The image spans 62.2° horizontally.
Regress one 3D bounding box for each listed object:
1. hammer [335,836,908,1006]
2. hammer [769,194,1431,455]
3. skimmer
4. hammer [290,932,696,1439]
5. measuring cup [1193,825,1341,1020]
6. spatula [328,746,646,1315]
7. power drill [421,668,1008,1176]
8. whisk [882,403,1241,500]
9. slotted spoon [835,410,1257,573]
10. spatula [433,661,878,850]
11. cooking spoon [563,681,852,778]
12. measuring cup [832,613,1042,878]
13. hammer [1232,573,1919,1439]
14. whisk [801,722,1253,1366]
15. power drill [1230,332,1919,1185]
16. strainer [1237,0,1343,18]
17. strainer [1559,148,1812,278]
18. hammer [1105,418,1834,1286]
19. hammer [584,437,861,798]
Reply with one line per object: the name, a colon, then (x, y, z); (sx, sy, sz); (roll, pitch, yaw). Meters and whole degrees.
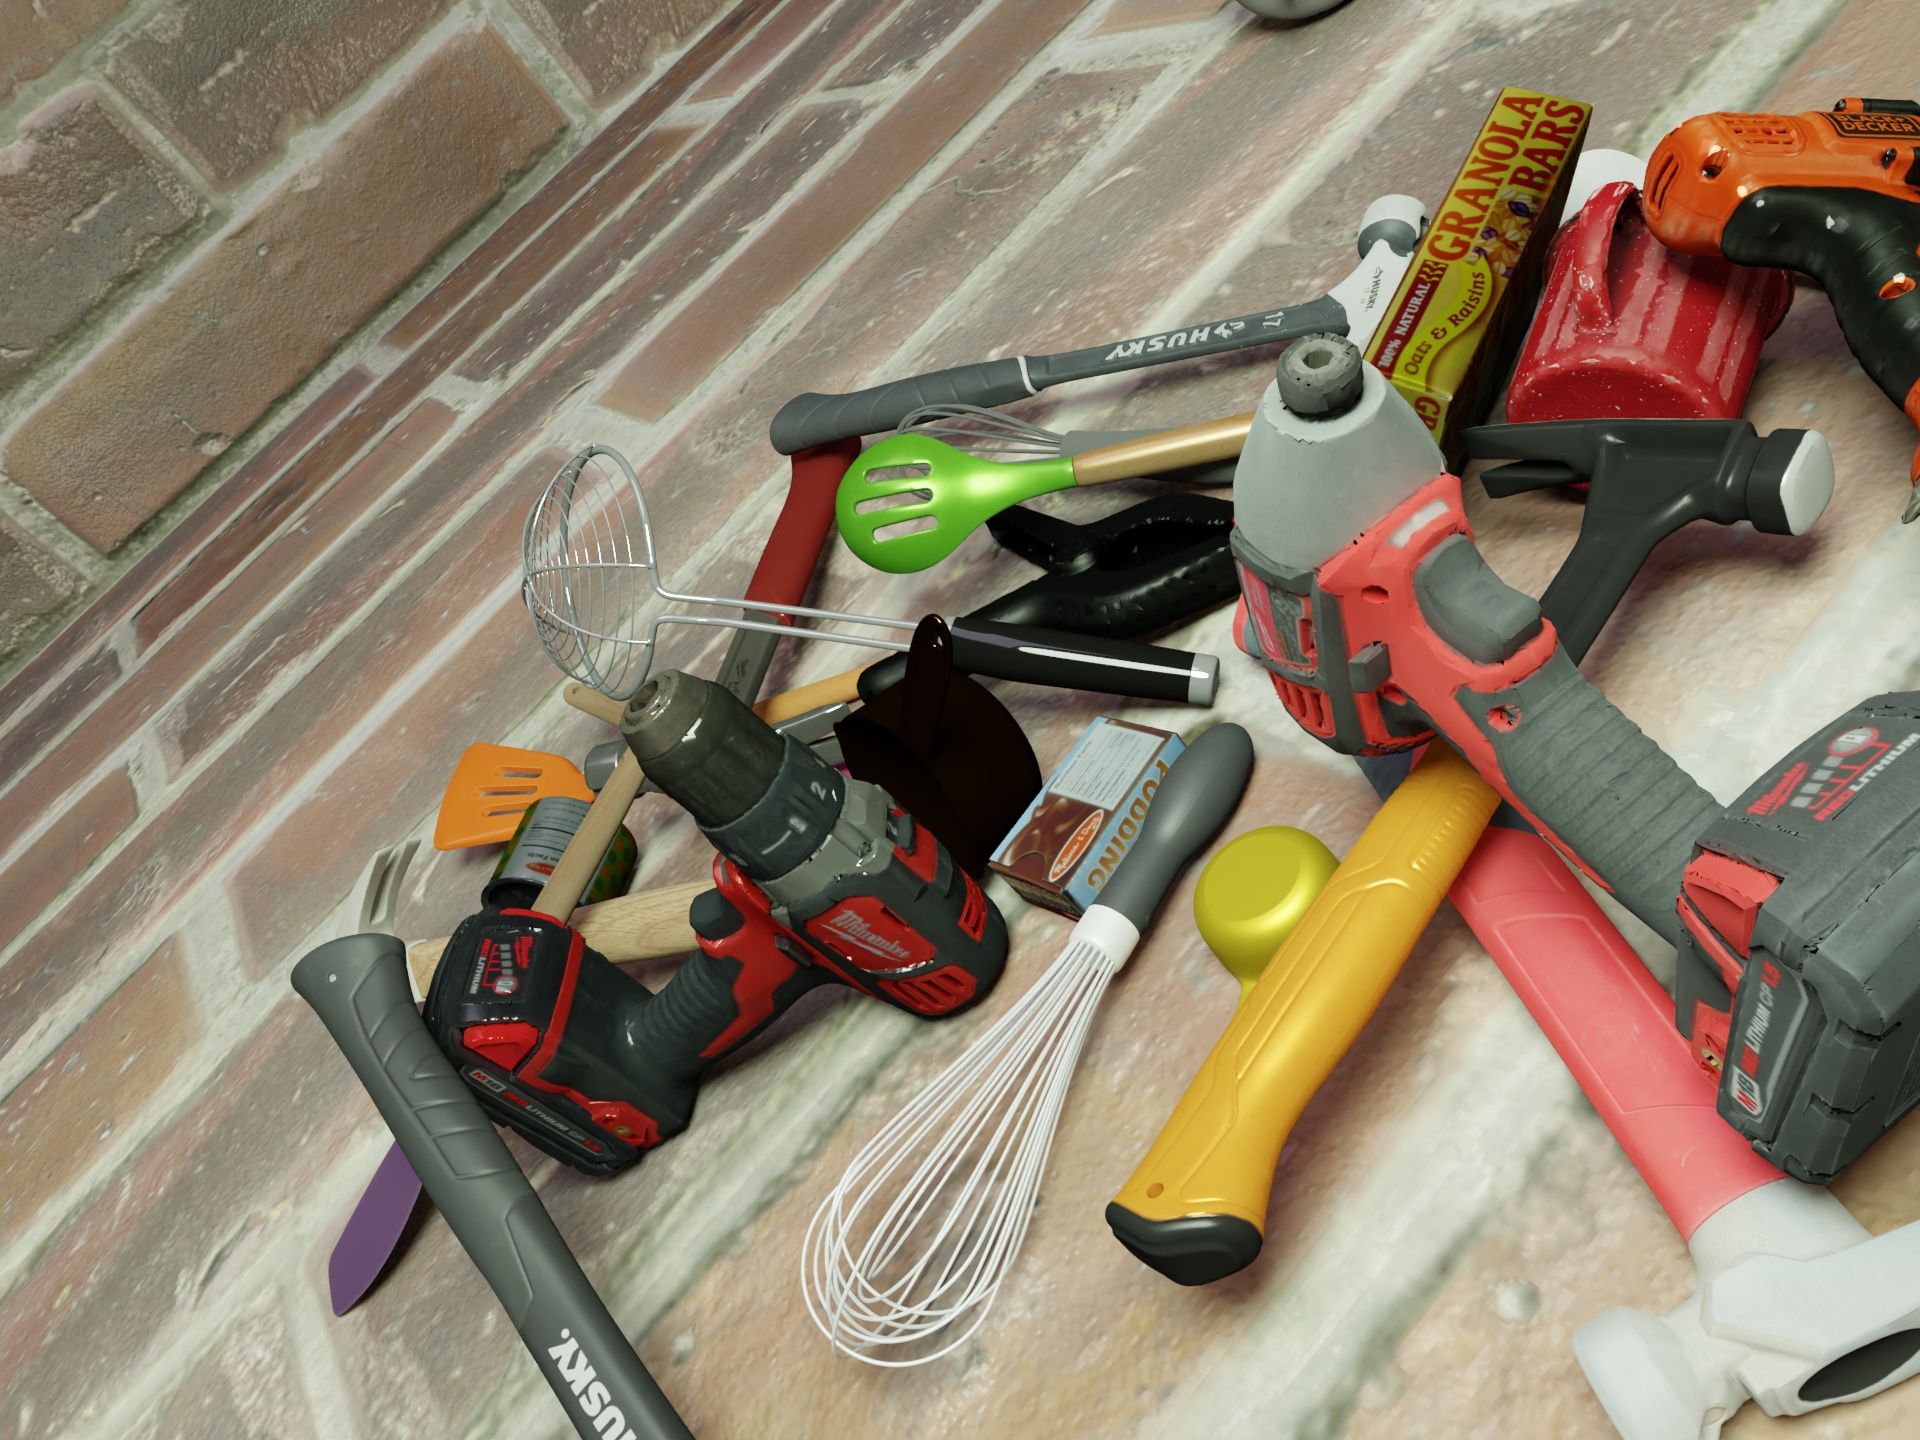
hammer: (-0.175, 0.101, 0.771); (0.331, 0.130, 0.031); (-14, 5, 24)
hammer: (0.053, -0.194, 0.898); (0.409, 0.036, 0.149); (-4, 49, 35)
skimmer: (-0.054, -0.053, 0.756); (0.363, 0.127, 0.090); (9, 18, 16)
hammer: (-0.152, 0.196, 0.552); (0.146, 0.035, 0.335); (-47, 59, 0)
measuring cup: (0.093, 0.100, 0.544); (0.062, 0.029, 0.157); (-9, 42, 40)
spatula: (-0.222, 0.145, 0.747); (0.316, 0.018, 0.060); (-59, 34, 7)
power drill: (-0.118, 0.084, 0.644); (0.226, 0.187, 0.080); (-30, 35, 24)
whisk: (0.058, -0.138, 0.830); (0.239, 0.055, 0.055); (8, 55, 35)
slotted spoon: (0.080, -0.128, 0.768); (0.314, 0.070, 0.031); (-10, -1, 17)
spatula: (-0.174, 0.013, 0.916); (0.322, 0.041, 0.081); (-18, 46, 29)
cooking spoon: (-0.125, 0.019, 0.845); (0.319, 0.017, 0.069); (18, 63, 44)
measuring cup: (-0.001, -0.002, 0.653); (0.052, 0.173, 0.095); (-36, 69, -26)
hammer: (0.185, 0.036, 0.520); (0.143, 0.038, 0.387); (-33, 33, 10)
whisk: (0.036, 0.106, 0.581); (0.070, 0.070, 0.285); (3, 47, 48)
power drill: (0.152, -0.005, 0.397); (0.078, 0.143, 0.220); (-37, 50, -9)
strainer: (0.291, -0.572, 1.110); (0.256, 0.069, 0.152); (-39, 30, 2)
strainer: (0.319, -0.209, 0.677); (0.087, 0.050, 0.259); (-31, 34, -12)
hammer: (0.146, 0.025, 0.505); (0.127, 0.034, 0.337); (13, 58, 49)
hammer: (-0.096, -0.083, 0.921); (0.149, 0.036, 0.359); (-12, 34, 18)
